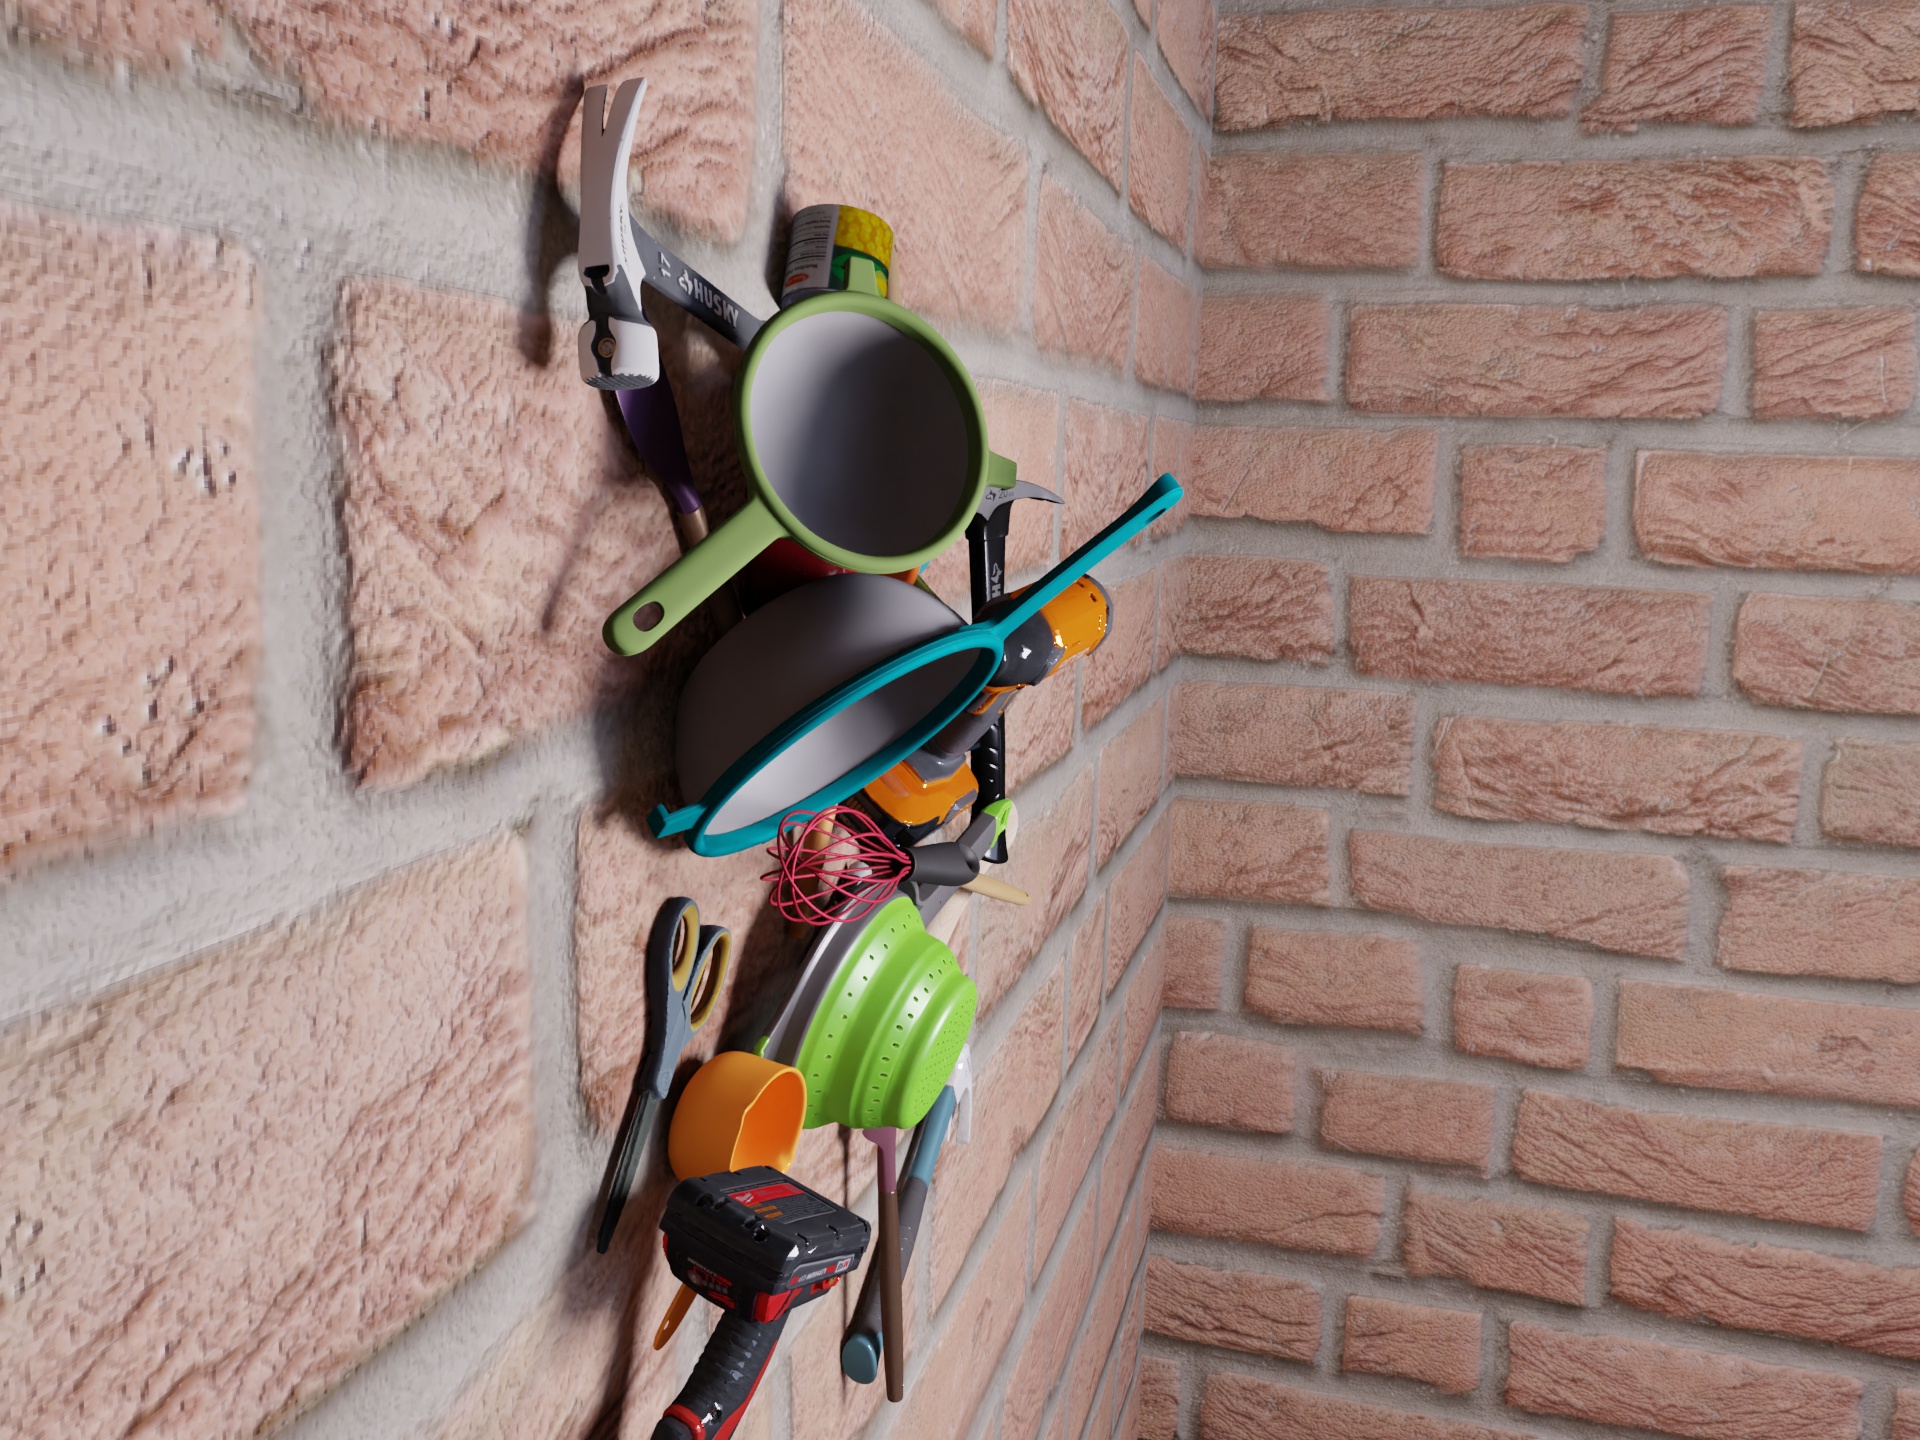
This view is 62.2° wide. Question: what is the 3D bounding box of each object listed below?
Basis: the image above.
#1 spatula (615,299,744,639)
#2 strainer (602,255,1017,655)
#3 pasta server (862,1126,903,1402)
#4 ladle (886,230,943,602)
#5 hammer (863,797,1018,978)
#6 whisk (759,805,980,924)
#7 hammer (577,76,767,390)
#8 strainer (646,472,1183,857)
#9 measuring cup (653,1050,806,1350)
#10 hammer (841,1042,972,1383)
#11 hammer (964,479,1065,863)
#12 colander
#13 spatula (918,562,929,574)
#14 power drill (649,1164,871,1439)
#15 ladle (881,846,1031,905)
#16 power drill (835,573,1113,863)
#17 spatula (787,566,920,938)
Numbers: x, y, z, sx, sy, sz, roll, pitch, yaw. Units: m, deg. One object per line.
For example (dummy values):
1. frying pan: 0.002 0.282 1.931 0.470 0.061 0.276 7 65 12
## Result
1. spatula: -0.147 -0.099 0.895 0.315 0.018 0.060 77 19 -46
2. strainer: -0.097 -0.115 0.833 0.256 0.069 0.151 -45 107 -26
3. pasta server: -0.065 0.398 1.270 0.060 0.040 0.316 -35 125 -71
4. ladle: -0.034 -0.206 1.132 0.078 0.062 0.320 39 46 -69
5. hammer: -0.010 0.160 1.451 0.411 0.038 0.146 -55 145 -63
6. whisk: -0.047 0.093 1.017 0.295 0.073 0.073 12 83 -68
7. hammer: -0.120 -0.225 0.915 0.409 0.036 0.149 4 82 -77
8. strainer: -0.036 -0.056 0.899 0.095 0.340 0.211 54 6 11
9. measuring cup: -0.153 0.276 0.934 0.174 0.052 0.095 -62 155 -25
10. hammer: -0.043 0.423 1.410 0.331 0.033 0.128 -68 156 -47
11. hammer: 0.026 -0.037 1.306 0.146 0.035 0.334 -21 118 -44
12. colander: -0.016 0.175 1.154 0.397 0.094 0.204 -46 154 -52
13. spatula: -0.022 -0.171 1.336 0.317 0.044 0.082 -55 147 -71
14. power drill: -0.149 0.364 0.849 0.227 0.080 0.187 -68 156 -1
15. ladle: -0.002 0.132 1.372 0.315 0.031 0.069 30 31 -62
16. power drill: -0.002 -0.004 1.104 0.226 0.084 0.164 -49 169 30
17. spatula: -0.081 -0.005 1.067 0.041 0.081 0.322 -20 124 -74
